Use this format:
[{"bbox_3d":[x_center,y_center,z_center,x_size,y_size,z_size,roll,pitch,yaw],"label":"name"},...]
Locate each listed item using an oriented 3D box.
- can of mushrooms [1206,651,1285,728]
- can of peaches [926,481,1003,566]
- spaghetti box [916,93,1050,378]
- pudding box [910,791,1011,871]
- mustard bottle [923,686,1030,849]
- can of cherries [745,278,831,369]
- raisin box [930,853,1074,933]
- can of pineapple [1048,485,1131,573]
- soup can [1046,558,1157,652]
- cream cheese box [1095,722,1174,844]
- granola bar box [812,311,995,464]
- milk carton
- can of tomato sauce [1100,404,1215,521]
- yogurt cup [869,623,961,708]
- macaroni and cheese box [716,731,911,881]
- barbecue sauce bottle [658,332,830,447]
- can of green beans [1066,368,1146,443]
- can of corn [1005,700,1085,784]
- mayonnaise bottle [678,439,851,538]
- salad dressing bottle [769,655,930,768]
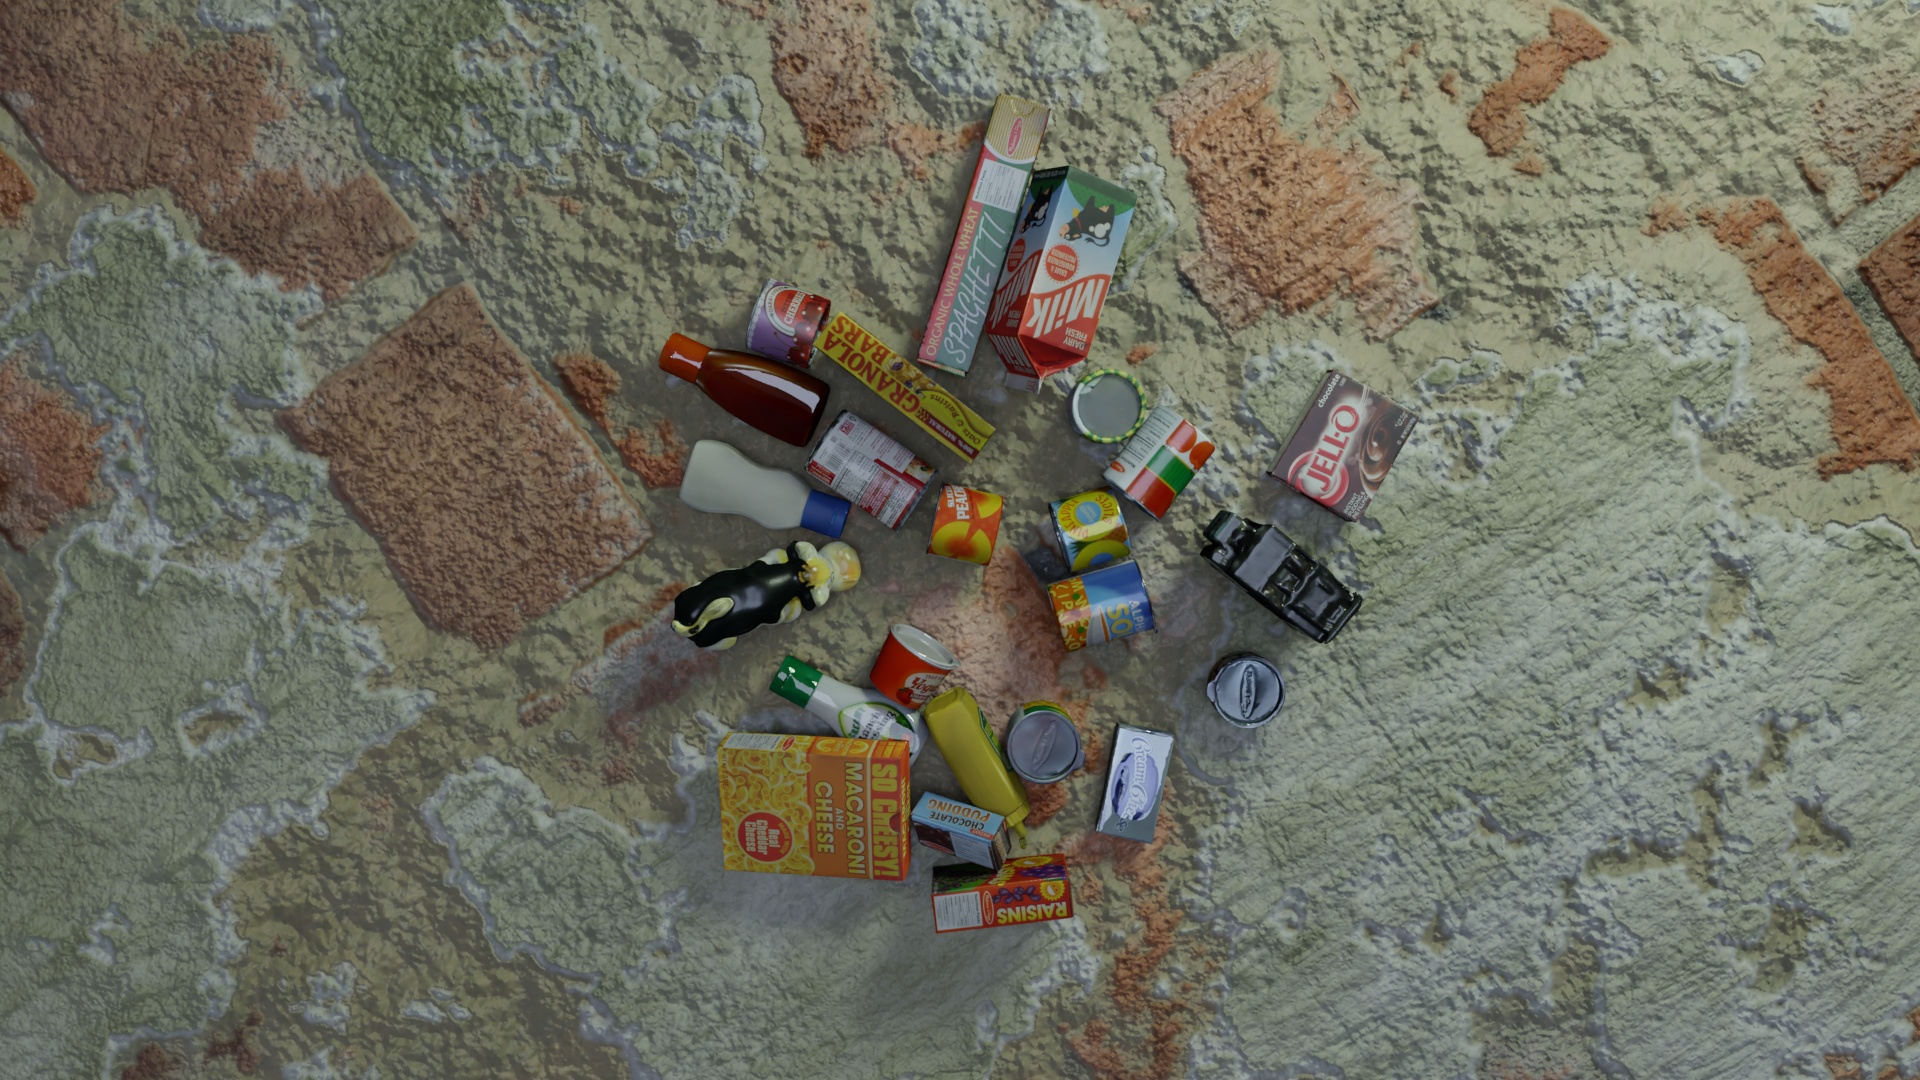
[{"bbox_3d":[0.258,0.135,1.267,0.071,0.033,0.071,0,94,0],"label":"can of mushrooms"},{"bbox_3d":[0.004,-0.016,1.239,0.058,0.071,0.071,13,94,-2],"label":"can of peaches"},{"bbox_3d":[0.019,-0.271,1.244,0.050,0.029,0.249,17,93,-1],"label":"spaghetti box"},{"bbox_3d":[0.001,0.261,1.249,0.084,0.049,0.030,13,49,25],"label":"pudding box"},{"bbox_3d":[0.023,0.211,1.258,0.049,0.065,0.160,-29,101,6],"label":"mustard bottle"},{"bbox_3d":[-0.151,-0.193,1.227,0.058,0.071,0.071,20,93,-2],"label":"can of cherries"},{"bbox_3d":[0.037,0.315,1.250,0.123,0.086,0.040,-6,92,0],"label":"raisin box"},{"bbox_3d":[0.115,-0.011,1.240,0.058,0.071,0.071,-17,94,0],"label":"can of pineapple"},{"bbox_3d":[0.126,0.061,1.244,0.084,0.071,0.071,-16,94,1],"label":"soup can"},{"bbox_3d":[0.160,0.222,1.276,0.053,0.024,0.103,11,93,-1],"label":"cream cheese box"},{"bbox_3d":[-0.046,-0.131,1.204,0.165,0.124,0.039,37,93,-2],"label":"granola bar box"},{"bbox_3d":[0.081,-0.223,1.216,0.073,0.072,0.190,16,94,-25],"label":"milk carton"},{"bbox_3d":[0.178,-0.069,1.239,0.071,0.071,0.083,38,92,-2],"label":"can of tomato sauce"},{"bbox_3d":[-0.046,0.115,1.250,0.072,0.072,0.054,32,101,-2],"label":"yogurt cup"},{"bbox_3d":[-0.130,0.239,1.246,0.166,0.040,0.123,2,107,8],"label":"macaroni and cheese box"},{"bbox_3d":[-0.195,-0.140,1.242,0.148,0.044,0.064,24,118,0],"label":"barbecue sauce bottle"},{"bbox_3d":[0.130,-0.119,1.239,0.071,0.058,0.071,0,94,0],"label":"can of green beans"},{"bbox_3d":[0.076,0.182,1.256,0.071,0.058,0.071,0,93,0],"label":"can of corn"},{"bbox_3d":[-0.174,-0.041,1.252,0.148,0.041,0.064,19,94,-2],"label":"mayonnaise bottle"},{"bbox_3d":[-0.101,0.155,1.261,0.148,0.044,0.064,29,98,-2],"label":"salad dressing bottle"}]
